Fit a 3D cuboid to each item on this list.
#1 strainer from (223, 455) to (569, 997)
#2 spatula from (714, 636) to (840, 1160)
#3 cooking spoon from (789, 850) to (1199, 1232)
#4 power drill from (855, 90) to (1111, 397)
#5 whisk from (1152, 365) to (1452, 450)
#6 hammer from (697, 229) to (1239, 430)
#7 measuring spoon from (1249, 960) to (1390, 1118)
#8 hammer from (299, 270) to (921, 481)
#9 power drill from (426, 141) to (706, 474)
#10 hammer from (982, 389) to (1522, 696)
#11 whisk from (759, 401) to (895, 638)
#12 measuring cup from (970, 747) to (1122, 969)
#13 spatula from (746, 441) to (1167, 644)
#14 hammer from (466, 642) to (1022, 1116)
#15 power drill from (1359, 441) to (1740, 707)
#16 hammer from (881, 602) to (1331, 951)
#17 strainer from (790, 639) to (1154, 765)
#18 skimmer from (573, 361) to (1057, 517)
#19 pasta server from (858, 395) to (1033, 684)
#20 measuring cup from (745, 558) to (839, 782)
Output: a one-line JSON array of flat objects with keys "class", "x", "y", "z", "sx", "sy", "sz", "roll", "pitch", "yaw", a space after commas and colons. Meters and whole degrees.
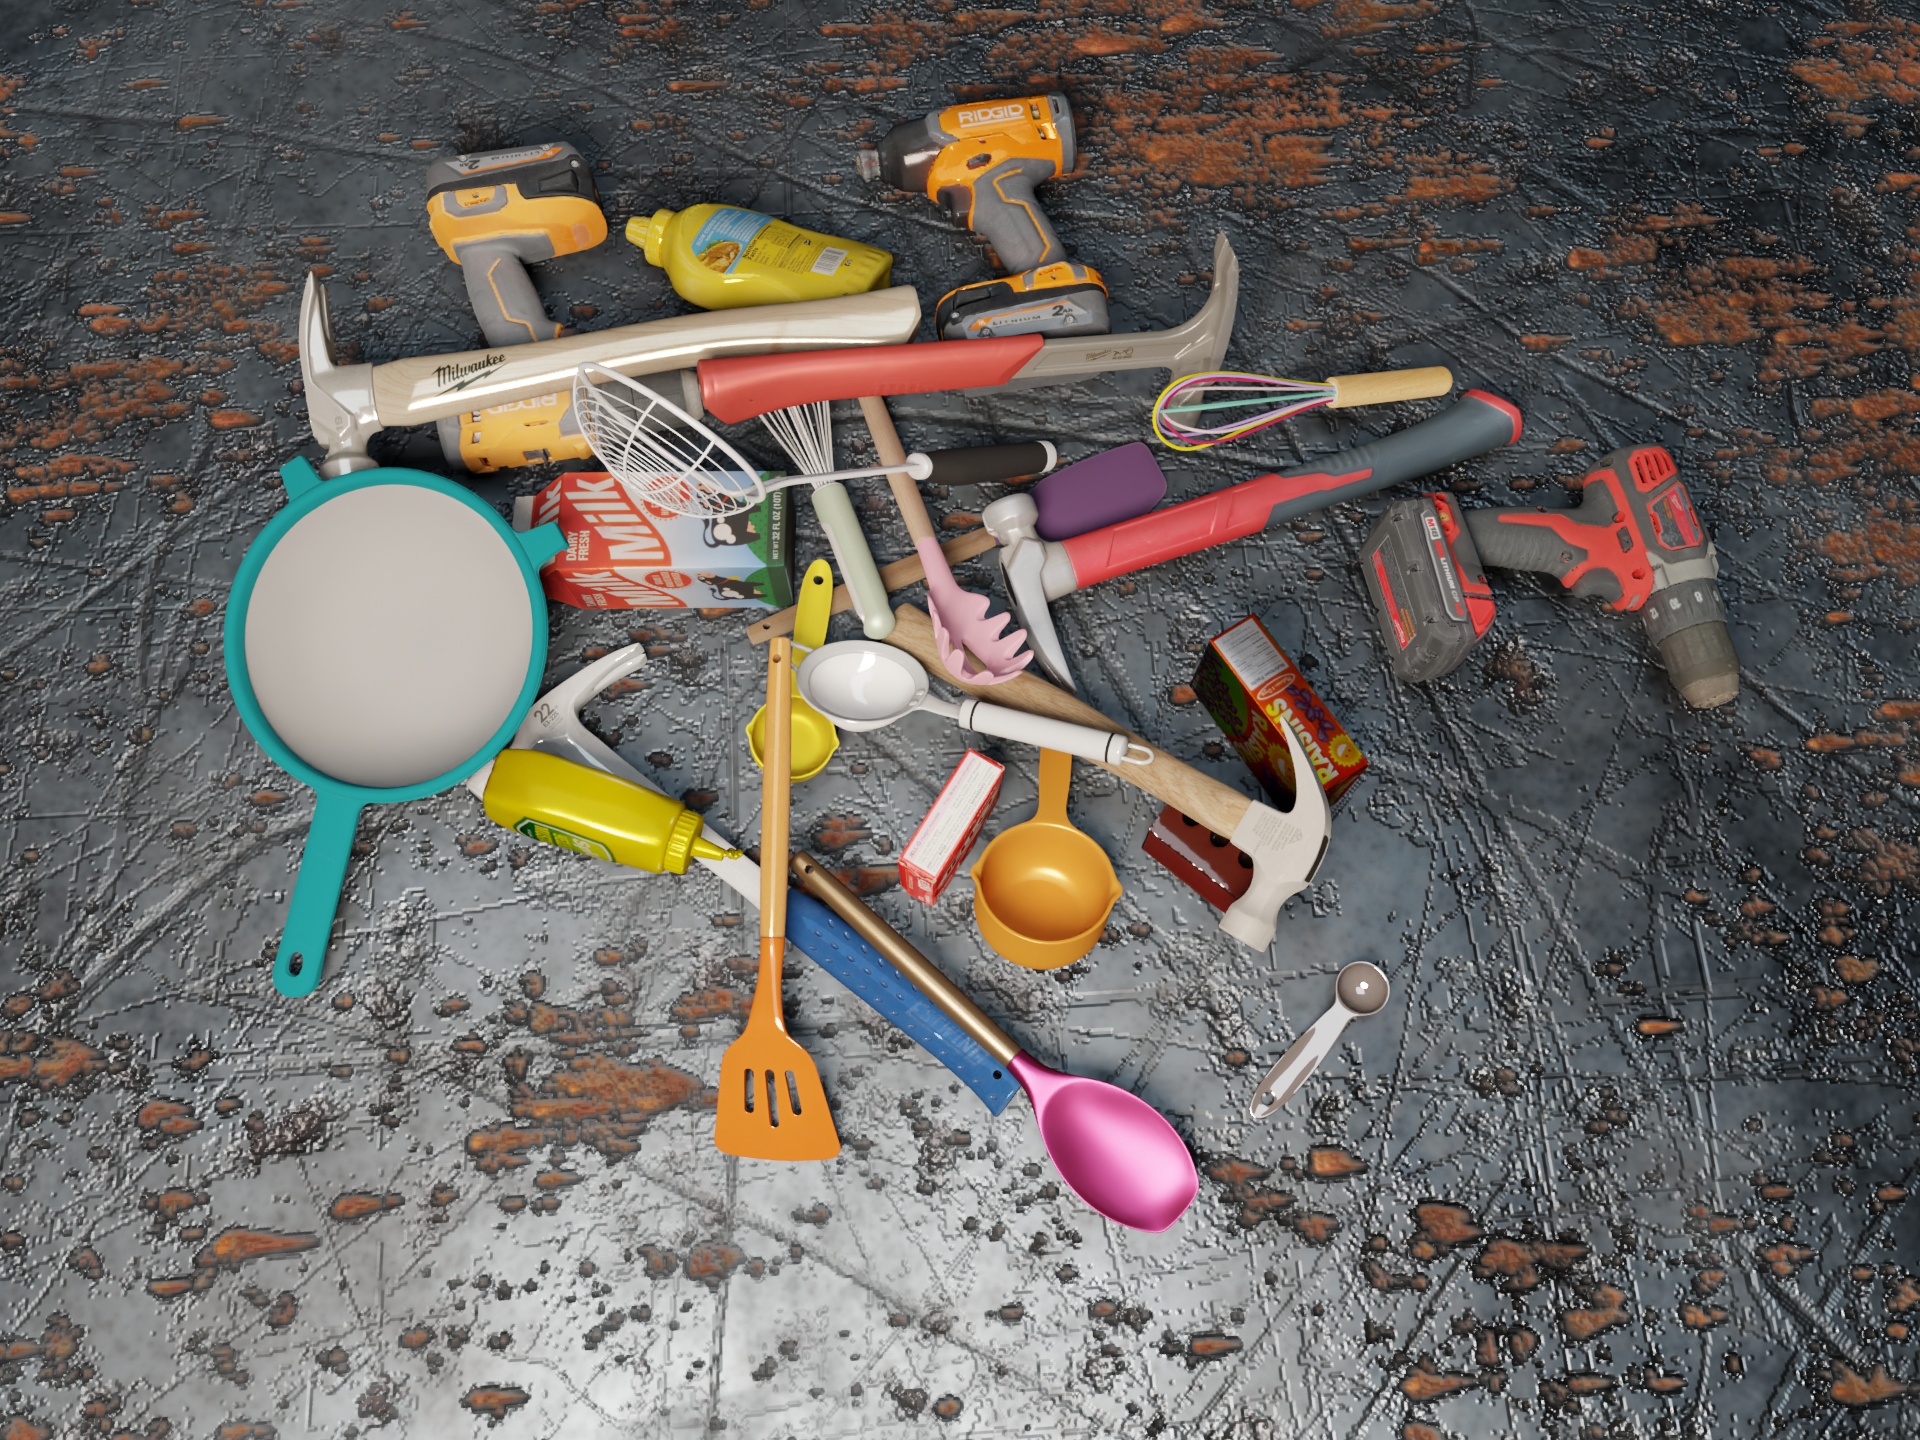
[{"class": "strainer", "x": -0.373, "y": 0.010, "z": 1.035, "sx": 0.211, "sy": 0.095, "sz": 0.340, "roll": 15, "pitch": 90, "yaw": 6}, {"class": "spatula", "x": -0.114, "y": 0.109, "z": 0.984, "sx": 0.081, "sy": 0.041, "sz": 0.323, "roll": -1, "pitch": 82, "yaw": 11}, {"class": "cooking spoon", "x": 0.014, "y": 0.188, "z": 0.970, "sx": 0.319, "sy": 0.017, "sz": 0.069, "roll": 41, "pitch": 86, "yaw": 11}, {"class": "power drill", "x": 0.017, "y": -0.352, "z": 1.158, "sx": 0.164, "sy": 0.084, "sz": 0.227, "roll": -9, "pitch": 68, "yaw": -3}, {"class": "whisk", "x": 0.240, "y": -0.224, "z": 1.115, "sx": 0.245, "sy": 0.051, "sz": 0.047, "roll": -10, "pitch": 90, "yaw": -21}, {"class": "hammer", "x": 0.006, "y": -0.245, "z": 1.059, "sx": 0.359, "sy": 0.149, "sz": 0.037, "roll": -7, "pitch": 52, "yaw": -11}, {"class": "measuring spoon", "x": 0.225, "y": 0.204, "z": 1.009, "sx": 0.034, "sy": 0.018, "sz": 0.124, "roll": 41, "pitch": 83, "yaw": 12}, {"class": "hammer", "x": -0.232, "y": -0.256, "z": 1.074, "sx": 0.410, "sy": 0.038, "sz": 0.146, "roll": -10, "pitch": 84, "yaw": -5}, {"class": "power drill", "x": -0.284, "y": -0.293, "z": 1.135, "sx": 0.185, "sy": 0.084, "sz": 0.226, "roll": -9, "pitch": 76, "yaw": -4}, {"class": "hammer", "x": 0.218, "y": -0.138, "z": 1.105, "sx": 0.386, "sy": 0.038, "sz": 0.143, "roll": -19, "pitch": 82, "yaw": -9}, {"class": "whisk", "x": -0.095, "y": -0.163, "z": 1.097, "sx": 0.059, "sy": 0.057, "sz": 0.246, "roll": -18, "pitch": 70, "yaw": -11}, {"class": "measuring cup", "x": 0.056, "y": 0.081, "z": 1.033, "sx": 0.095, "sy": 0.052, "sz": 0.174, "roll": 7, "pitch": 52, "yaw": 0}, {"class": "spatula", "x": 0.000, "y": -0.117, "z": 1.109, "sx": 0.316, "sy": 0.018, "sz": 0.060, "roll": -23, "pitch": 77, "yaw": -9}, {"class": "hammer", "x": -0.121, "y": 0.106, "z": 1.024, "sx": 0.405, "sy": 0.035, "sz": 0.144, "roll": 36, "pitch": 75, "yaw": 11}, {"class": "power drill", "x": 0.405, "y": -0.084, "z": 1.075, "sx": 0.226, "sy": 0.080, "sz": 0.188, "roll": -10, "pitch": 72, "yaw": -7}, {"class": "hammer", "x": 0.085, "y": 0.007, "z": 1.016, "sx": 0.331, "sy": 0.031, "sz": 0.130, "roll": 31, "pitch": 89, "yaw": 25}, {"class": "strainer", "x": -0.002, "y": -0.003, "z": 1.013, "sx": 0.258, "sy": 0.050, "sz": 0.087, "roll": 14, "pitch": 39, "yaw": 19}, {"class": "skimmer", "x": -0.071, "y": -0.185, "z": 1.007, "sx": 0.363, "sy": 0.090, "sz": 0.127, "roll": -13, "pitch": 26, "yaw": -40}, {"class": "pasta server", "x": -0.028, "y": -0.145, "z": 1.076, "sx": 0.060, "sy": 0.040, "sz": 0.317, "roll": -1, "pitch": 54, "yaw": -30}, {"class": "measuring cup", "x": -0.106, "y": -0.033, "z": 1.072, "sx": 0.062, "sy": 0.029, "sz": 0.157, "roll": 10, "pitch": 72, "yaw": -6}]
